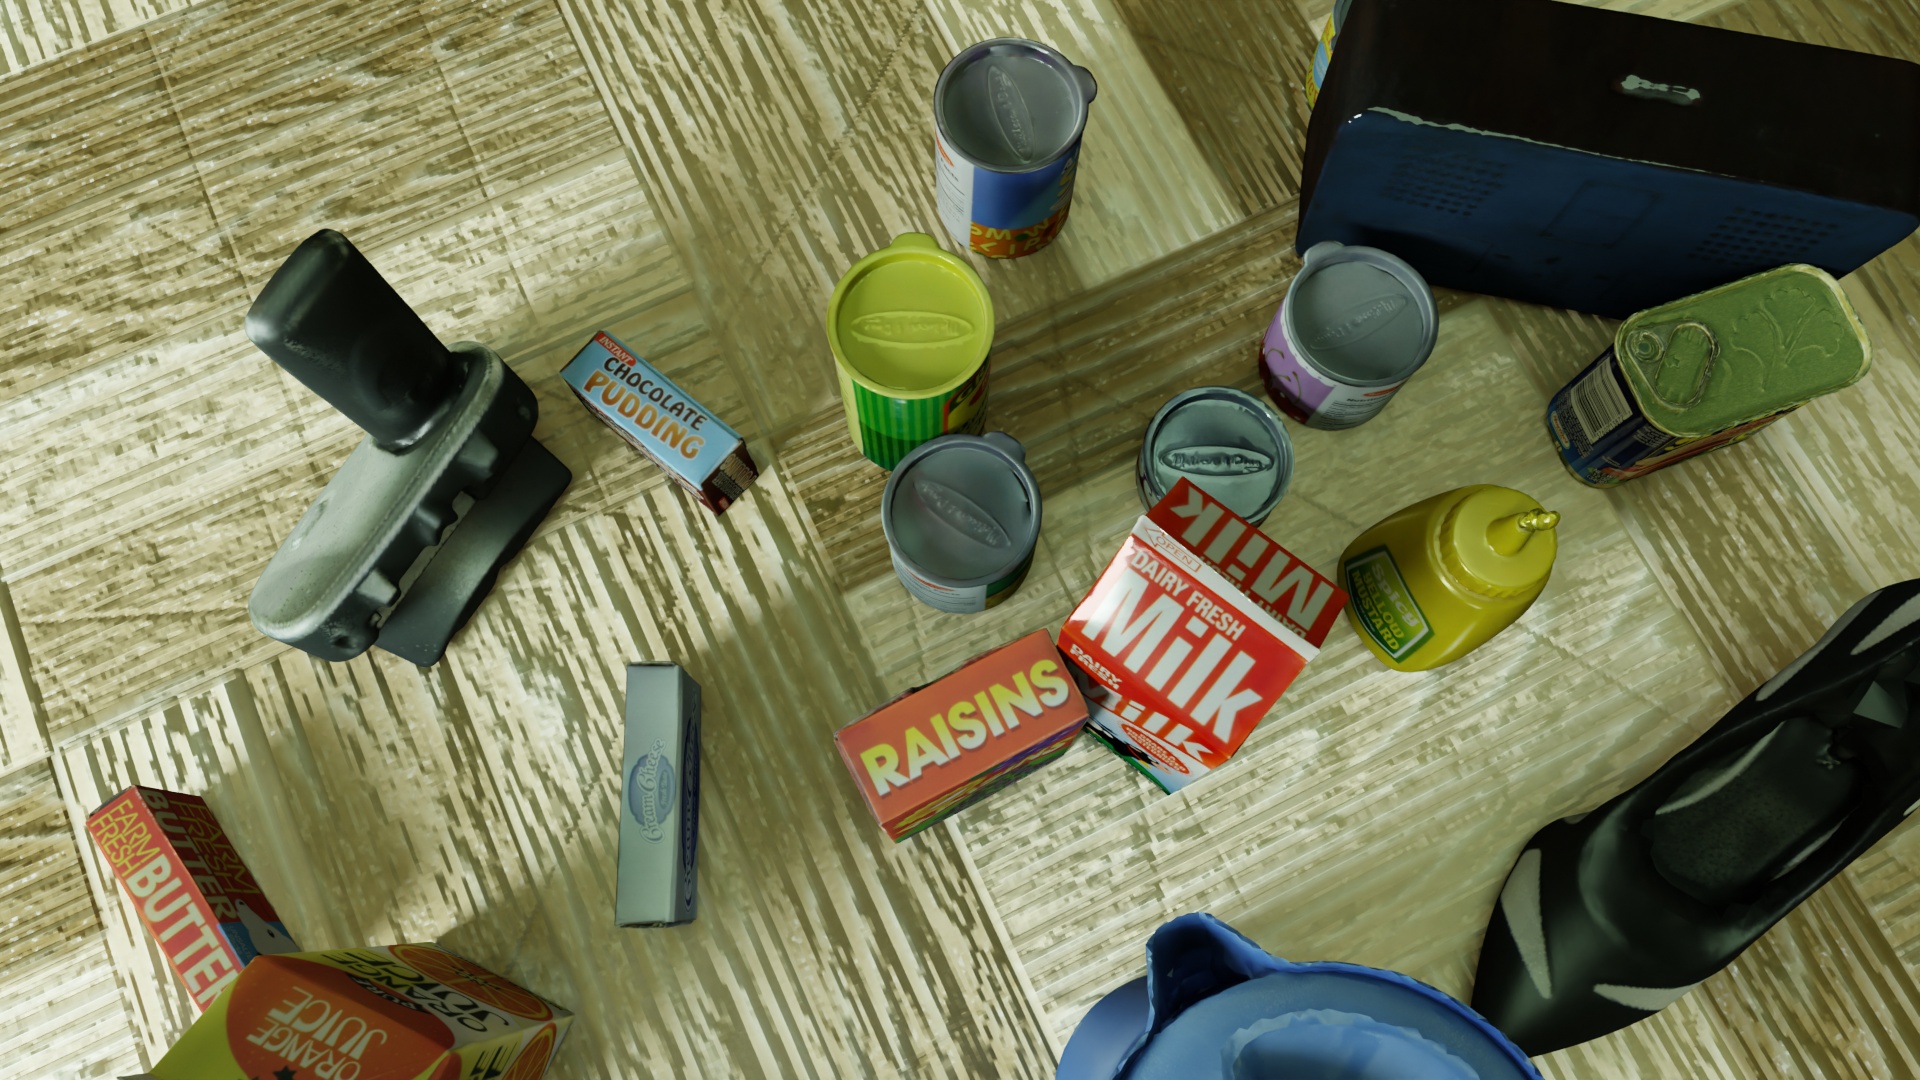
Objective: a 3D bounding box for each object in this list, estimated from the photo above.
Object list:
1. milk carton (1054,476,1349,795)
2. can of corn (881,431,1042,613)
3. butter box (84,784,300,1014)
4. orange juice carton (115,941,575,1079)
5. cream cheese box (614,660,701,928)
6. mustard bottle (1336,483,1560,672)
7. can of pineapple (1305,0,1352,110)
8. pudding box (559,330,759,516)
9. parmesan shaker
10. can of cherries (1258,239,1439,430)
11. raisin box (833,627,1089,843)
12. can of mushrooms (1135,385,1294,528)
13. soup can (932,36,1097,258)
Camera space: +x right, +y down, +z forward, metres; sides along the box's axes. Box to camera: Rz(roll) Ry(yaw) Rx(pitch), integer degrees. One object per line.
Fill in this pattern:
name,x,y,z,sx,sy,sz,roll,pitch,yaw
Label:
milk carton,0.083,0.038,0.518,0.072,0.190,0.073,37,78,9
can of corn,0.002,-0.007,0.598,0.071,0.058,0.071,0,75,0
butter box,-0.302,0.147,0.556,0.024,0.053,0.103,-37,78,-9
orange juice carton,-0.204,0.187,0.474,0.072,0.192,0.073,24,76,6
cream cheese box,-0.122,0.105,0.569,0.024,0.053,0.104,-1,75,0
mustard bottle,0.192,0.010,0.541,0.049,0.160,0.065,-25,77,-6
can of pineapple,0.201,-0.230,0.660,0.071,0.057,0.071,0,75,0
pudding box,-0.132,-0.052,0.614,0.084,0.049,0.030,38,78,9
parmesan shaker,-0.019,-0.076,0.593,0.071,0.103,0.071,0,75,0
can of cherries,0.171,-0.091,0.622,0.071,0.058,0.071,0,75,0
raisin box,0.001,0.079,0.541,0.086,0.123,0.040,-26,77,-7
can of mushrooms,0.112,-0.030,0.618,0.071,0.033,0.071,0,75,0
soup can,0.024,-0.176,0.631,0.071,0.083,0.071,0,75,0
